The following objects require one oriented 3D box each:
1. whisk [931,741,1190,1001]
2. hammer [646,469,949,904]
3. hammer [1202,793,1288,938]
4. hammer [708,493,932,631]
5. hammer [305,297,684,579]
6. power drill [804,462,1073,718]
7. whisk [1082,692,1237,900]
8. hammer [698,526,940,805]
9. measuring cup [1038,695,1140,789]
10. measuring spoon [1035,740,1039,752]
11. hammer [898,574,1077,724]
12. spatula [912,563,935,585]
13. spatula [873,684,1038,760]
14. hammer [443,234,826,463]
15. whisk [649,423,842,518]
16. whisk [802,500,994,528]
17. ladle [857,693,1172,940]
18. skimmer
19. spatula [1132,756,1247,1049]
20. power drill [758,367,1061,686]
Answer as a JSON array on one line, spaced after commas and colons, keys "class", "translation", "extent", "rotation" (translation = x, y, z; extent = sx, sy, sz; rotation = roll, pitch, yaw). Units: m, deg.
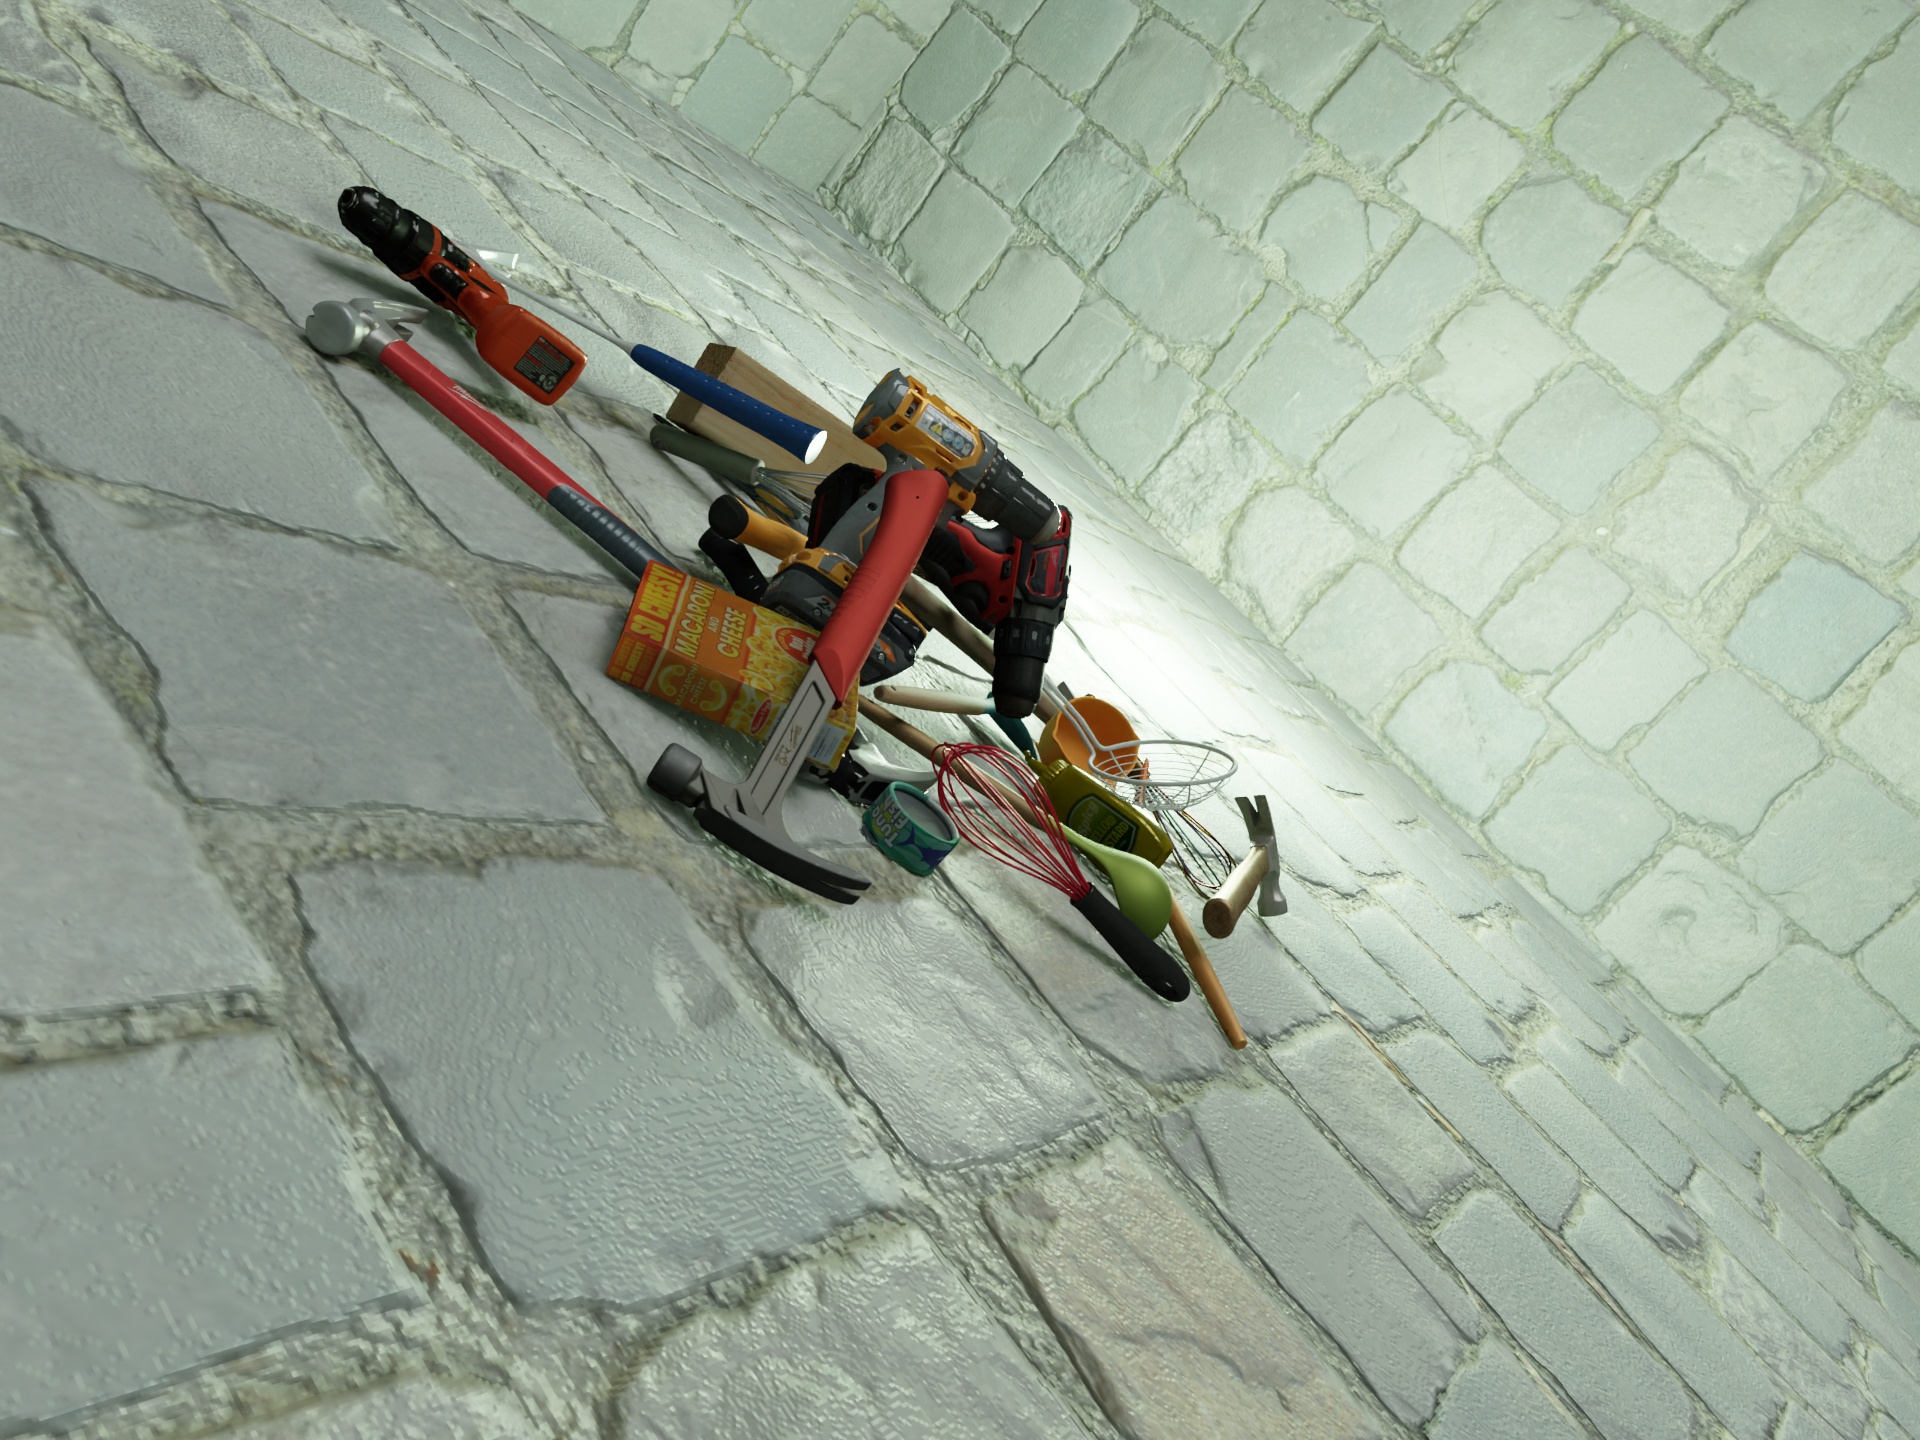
[{"class": "whisk", "translation": [0.081, 0.120, 1.217], "extent": [0.295, 0.073, 0.073], "rotation": [46, 14, -19]}, {"class": "hammer", "translation": [-0.070, -0.047, 1.074], "extent": [0.149, 0.036, 0.359], "rotation": [32, 48, -8]}, {"class": "hammer", "translation": [0.265, 0.148, 1.485], "extent": [0.331, 0.031, 0.130], "rotation": [-16, 98, -71]}, {"class": "hammer", "translation": [-0.126, -0.140, 1.415], "extent": [0.127, 0.034, 0.336], "rotation": [46, 10, 18]}, {"class": "hammer", "translation": [-0.304, -0.182, 1.200], "extent": [0.386, 0.038, 0.143], "rotation": [40, 15, -3]}, {"class": "power drill", "translation": [-0.016, -0.109, 1.330], "extent": [0.226, 0.188, 0.080], "rotation": [11, -8, -21]}, {"class": "whisk", "translation": [0.194, 0.074, 1.556], "extent": [0.245, 0.047, 0.051], "rotation": [54, 8, 0]}, {"class": "hammer", "translation": [-0.130, -0.052, 1.261], "extent": [0.146, 0.035, 0.335], "rotation": [22, 25, -46]}, {"class": "measuring cup", "translation": [0.123, 0.066, 1.477], "extent": [0.095, 0.052, 0.174], "rotation": [4, 64, -26]}, {"class": "measuring spoon", "translation": [0.100, 0.055, 1.528], "extent": [0.021, 0.011, 0.117], "rotation": [26, 22, -41]}, {"class": "hammer", "translation": [0.009, -0.077, 1.512], "extent": [0.410, 0.038, 0.146], "rotation": [38, 15, -40]}, {"class": "spatula", "translation": [-0.039, -0.152, 1.597], "extent": [0.059, 0.018, 0.316], "rotation": [31, 3, -44]}, {"class": "spatula", "translation": [-0.002, -0.004, 1.374], "extent": [0.082, 0.044, 0.317], "rotation": [49, 16, 20]}, {"class": "hammer", "translation": [-0.305, -0.346, 1.469], "extent": [0.405, 0.035, 0.144], "rotation": [29, 15, 6]}, {"class": "whisk", "translation": [-0.179, -0.225, 1.456], "extent": [0.246, 0.059, 0.057], "rotation": [23, -30, 15]}, {"class": "whisk", "translation": [-0.035, -0.194, 1.601], "extent": [0.284, 0.070, 0.070], "rotation": [5, 29, -15]}, {"class": "ladle", "translation": [0.040, 0.079, 1.310], "extent": [0.320, 0.062, 0.078], "rotation": [33, 19, -2]}, {"class": "skimmer", "translation": [0.089, -0.055, 1.405], "extent": [0.363, 0.090, 0.127], "rotation": [48, 36, 15]}, {"class": "spatula", "translation": [0.193, 0.161, 1.403], "extent": [0.041, 0.081, 0.323], "rotation": [-2, 39, -17]}, {"class": "power drill", "translation": [-0.033, -0.137, 1.242], "extent": [0.185, 0.226, 0.084], "rotation": [34, -21, -17]}]
